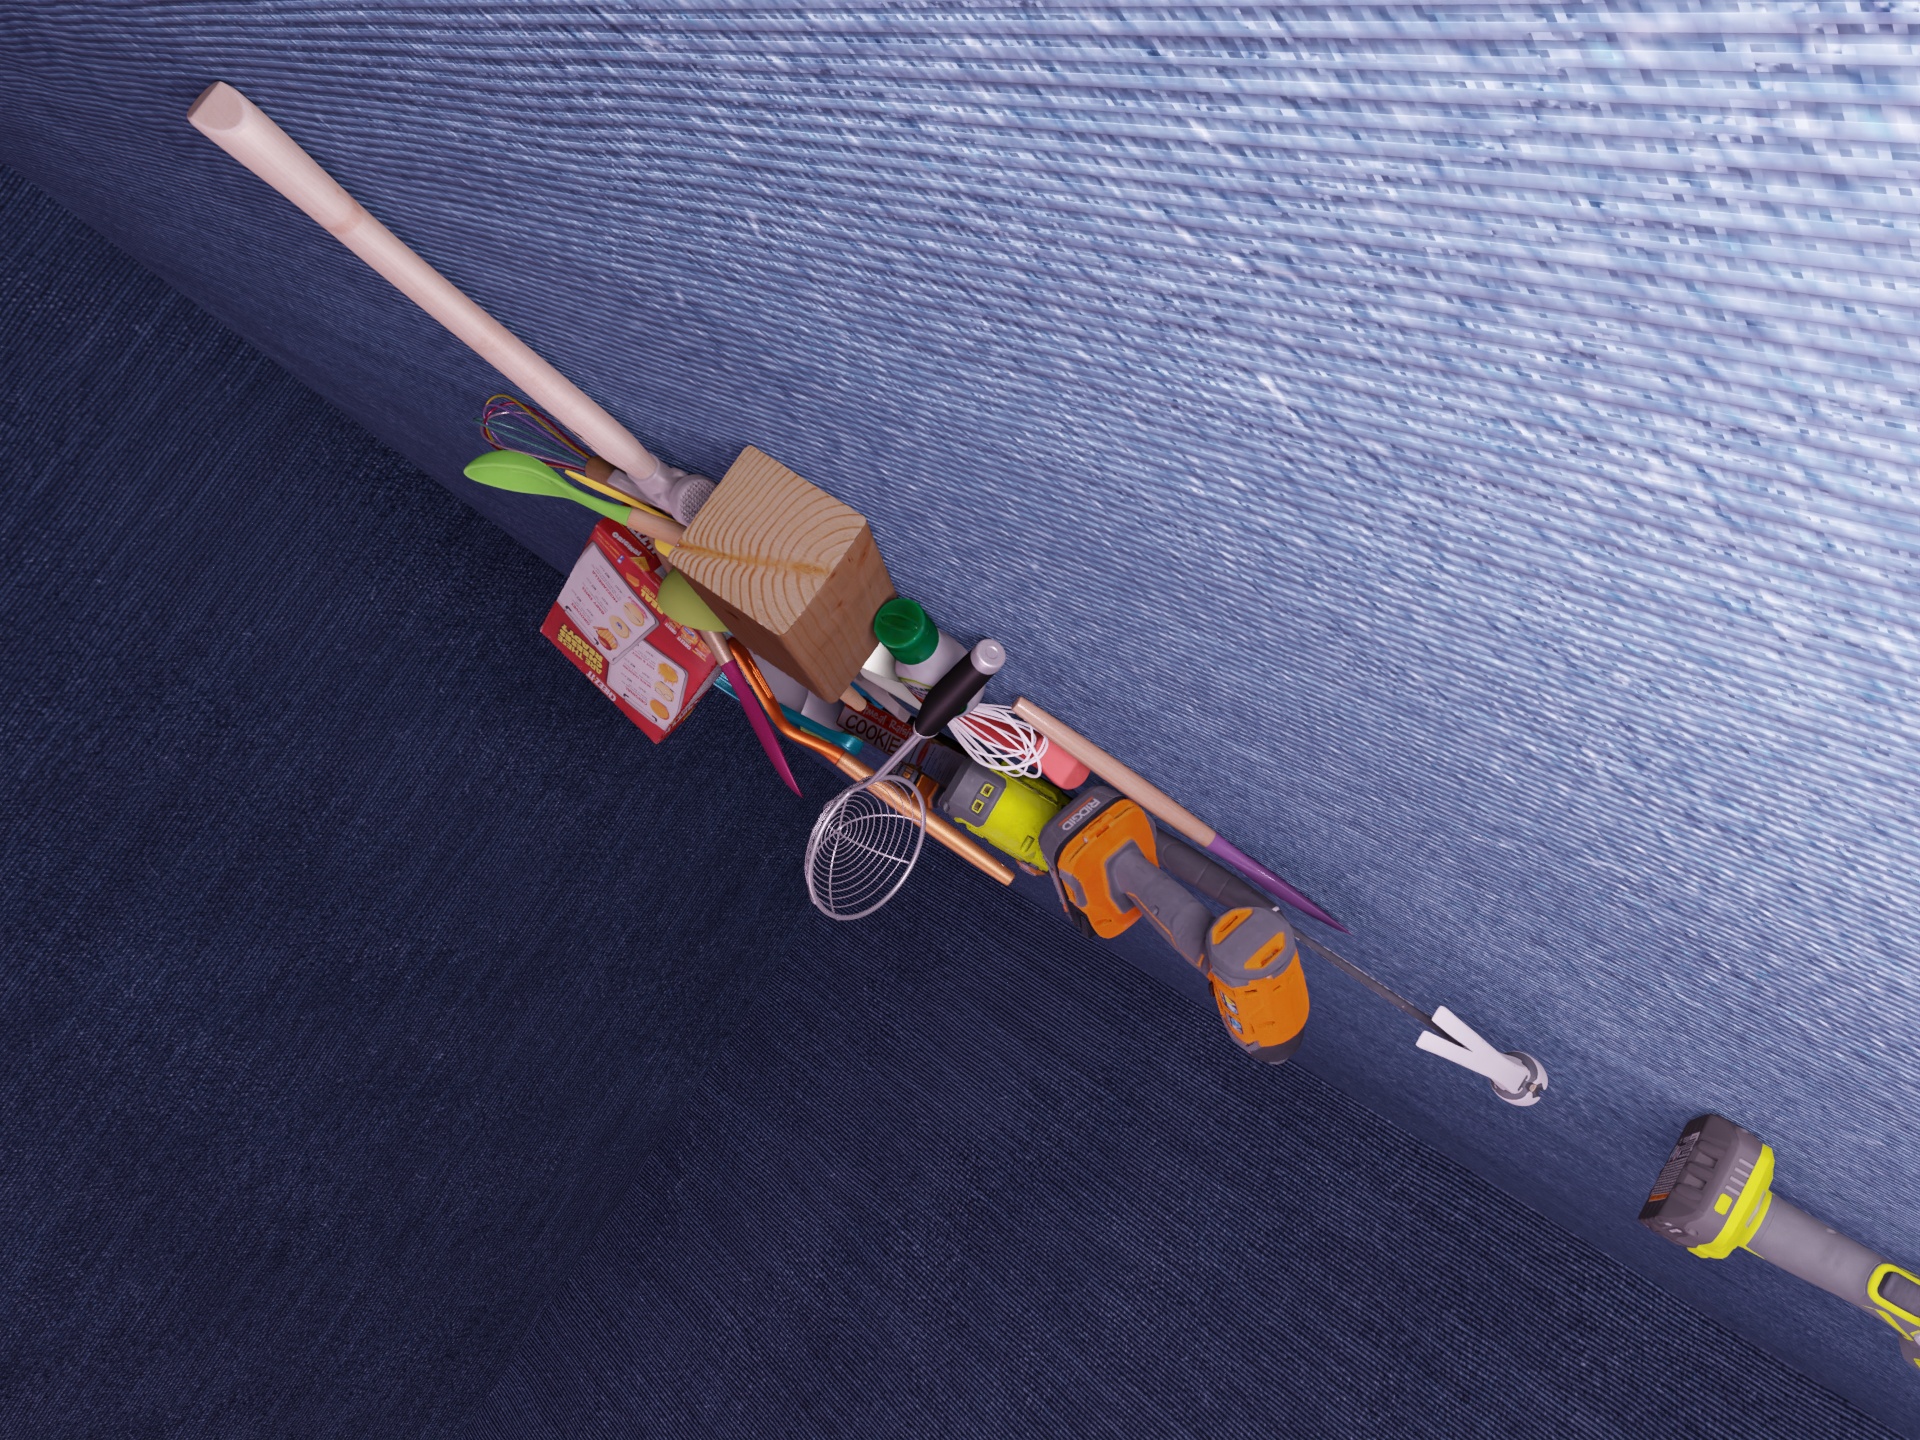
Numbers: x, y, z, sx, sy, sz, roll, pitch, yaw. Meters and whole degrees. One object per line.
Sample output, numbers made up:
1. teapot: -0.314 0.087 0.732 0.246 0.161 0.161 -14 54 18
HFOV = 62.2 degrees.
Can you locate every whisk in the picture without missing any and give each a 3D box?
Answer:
1. whisk: -0.327 -0.225 1.349 0.245 0.047 0.051 26 -178 28
2. whisk: -0.012 -0.010 1.259 0.247 0.058 0.059 30 150 51

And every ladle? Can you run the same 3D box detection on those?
1. ladle: -0.158 -0.057 1.374 0.078 0.062 0.319 36 176 28

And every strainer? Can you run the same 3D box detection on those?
1. strainer: -0.225 -0.060 1.875 0.257 0.069 0.151 33 -169 32
2. strainer: -0.193 -0.059 1.638 0.341 0.095 0.210 26 170 42

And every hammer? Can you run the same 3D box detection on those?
1. hammer: -0.337 -0.271 1.082 0.146 0.038 0.410 28 171 49
2. hammer: 0.248 0.159 1.215 0.409 0.036 0.149 33 -179 44
3. hammer: -0.002 -0.004 1.361 0.149 0.037 0.359 39 172 -36

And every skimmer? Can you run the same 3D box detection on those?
1. skimmer: -0.029 0.051 1.189 0.090 0.127 0.363 53 148 6

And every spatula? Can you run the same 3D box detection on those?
1. spatula: 0.166 0.075 1.193 0.315 0.018 0.060 35 176 -13
2. spatula: -0.080 0.040 1.391 0.322 0.041 0.081 36 -177 -4

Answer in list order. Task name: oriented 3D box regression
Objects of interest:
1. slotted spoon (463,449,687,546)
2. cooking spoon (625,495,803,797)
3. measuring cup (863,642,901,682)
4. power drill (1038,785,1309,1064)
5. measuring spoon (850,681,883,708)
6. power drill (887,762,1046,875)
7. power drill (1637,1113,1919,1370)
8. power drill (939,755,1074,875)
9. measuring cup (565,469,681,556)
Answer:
1. slotted spoon: -0.231 -0.148 1.233 0.313 0.031 0.070 21 171 -1
2. cooking spoon: -0.213 -0.072 1.369 0.319 0.017 0.069 62 175 -2
3. measuring cup: -0.060 -0.065 1.254 0.083 0.038 0.167 28 -171 8
4. power drill: 0.168 0.162 1.194 0.227 0.084 0.164 37 159 41
5. measuring spoon: -0.095 -0.026 1.588 0.042 0.021 0.129 36 -173 -17
6. power drill: 0.018 0.104 1.861 0.226 0.084 0.185 28 172 11
7. power drill: 0.547 0.334 0.966 0.229 0.080 0.190 28 172 22
8. power drill: 0.071 0.097 1.426 0.171 0.080 0.223 31 180 3
9. measuring cup: -0.261 -0.160 1.294 0.156 0.029 0.062 25 177 -42
